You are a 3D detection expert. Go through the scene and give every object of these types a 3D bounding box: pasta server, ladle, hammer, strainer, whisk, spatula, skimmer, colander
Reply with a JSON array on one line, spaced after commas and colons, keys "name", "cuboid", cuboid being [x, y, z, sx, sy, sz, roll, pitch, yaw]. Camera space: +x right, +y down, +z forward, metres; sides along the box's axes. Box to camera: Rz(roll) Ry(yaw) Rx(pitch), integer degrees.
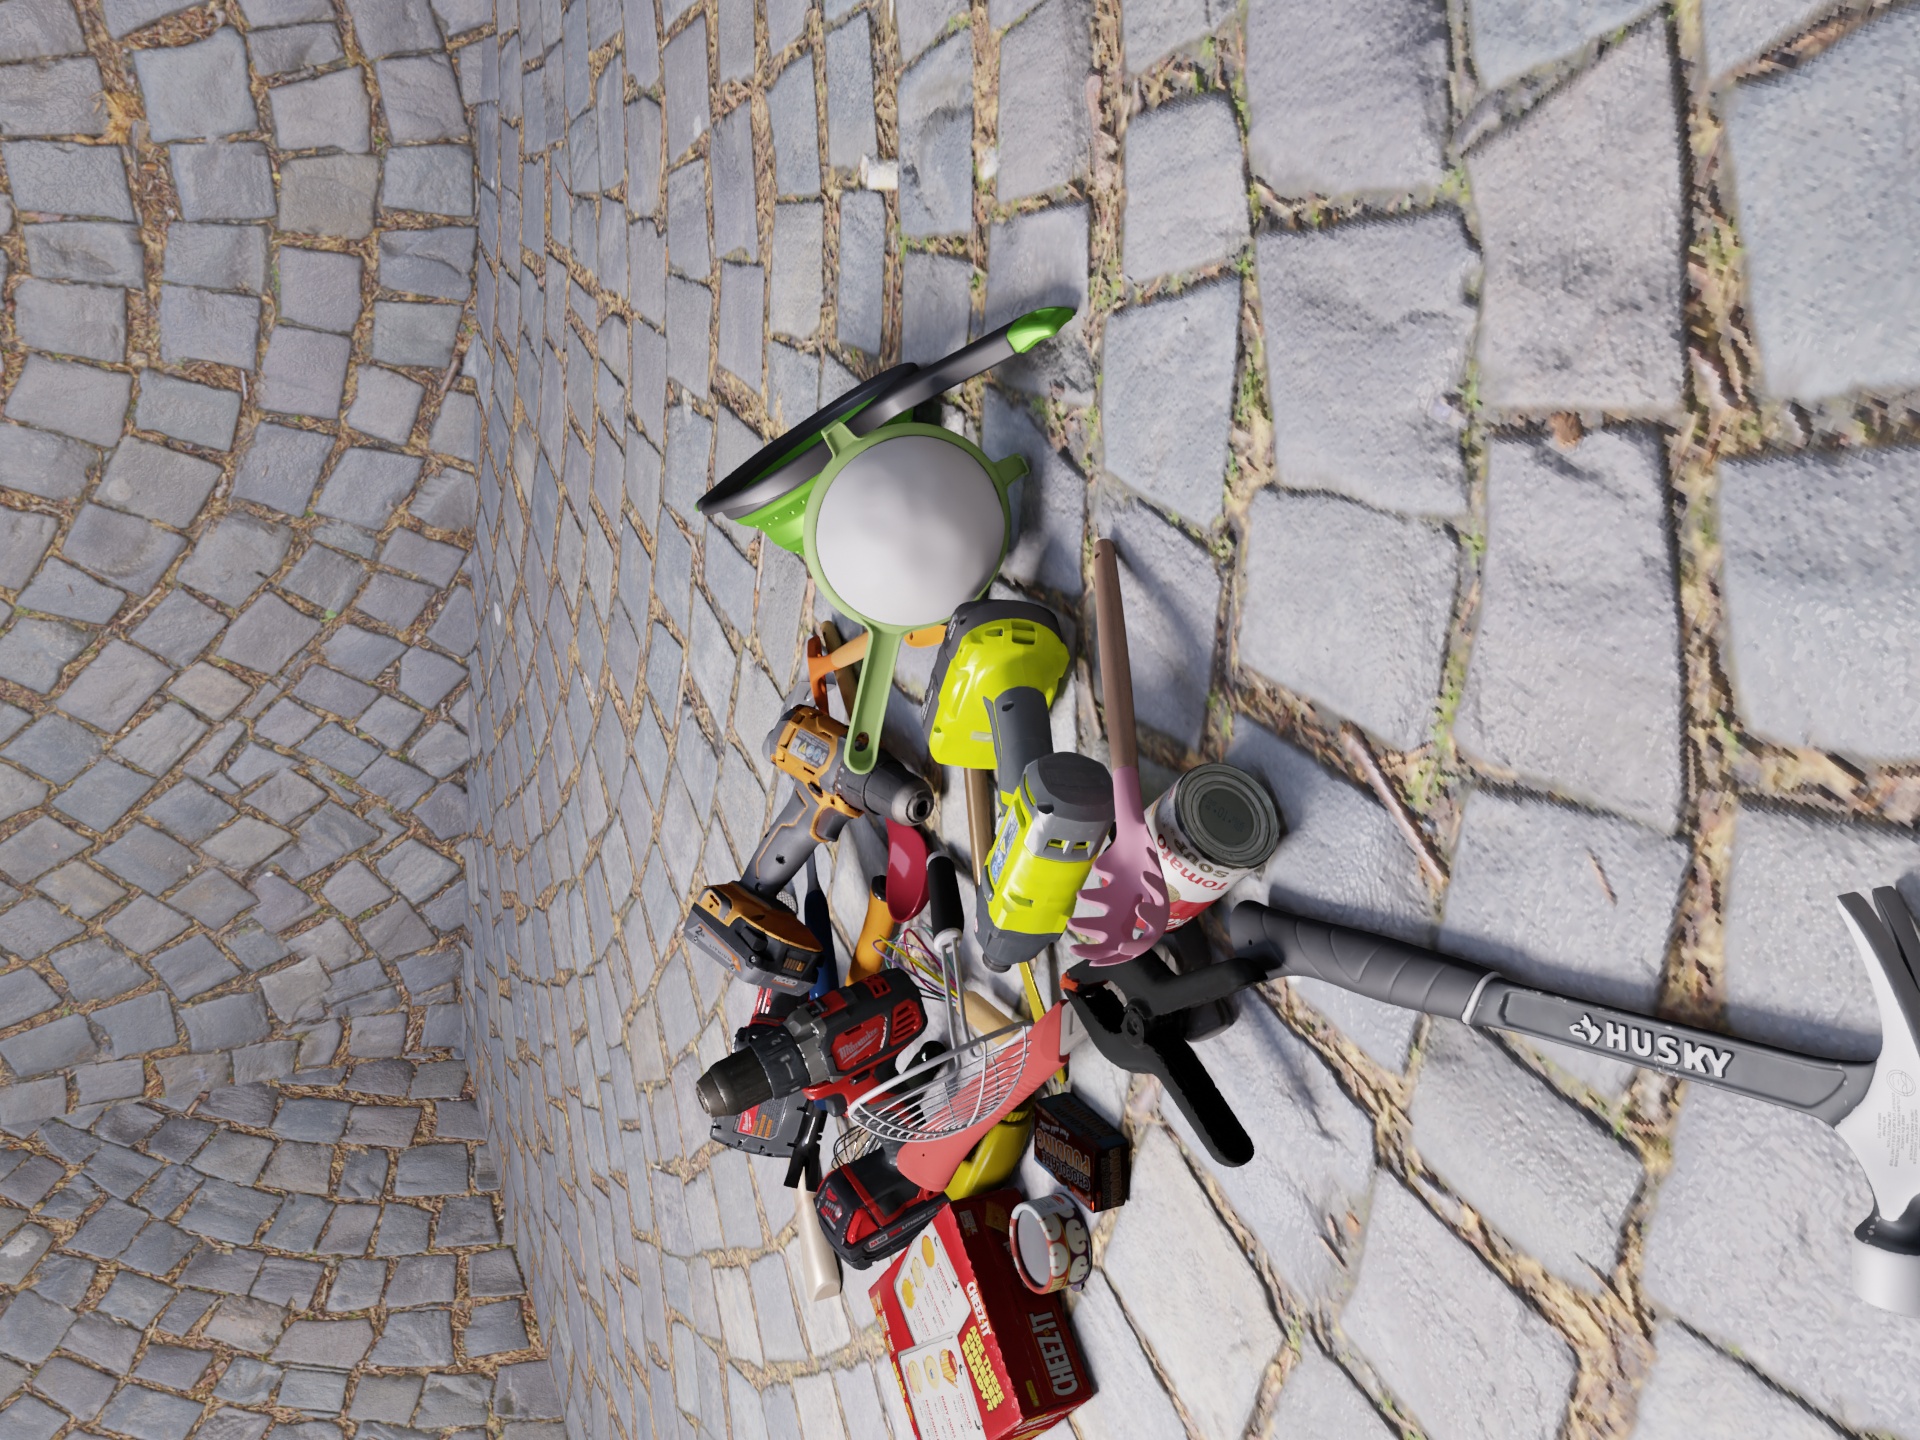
[{"name": "pasta server", "cuboid": [0.089, 0.006, 0.931, 0.060, 0.040, 0.317, -39, 38, 38]}, {"name": "ladle", "cuboid": [-0.002, -0.004, 1.199, 0.078, 0.062, 0.320, 4, 102, 51]}, {"name": "hammer", "cuboid": [0.048, 0.222, 1.095, 0.359, 0.036, 0.149, -51, 50, 41]}, {"name": "strainer", "cuboid": [-0.040, -0.075, 1.106, 0.069, 0.151, 0.256, -133, 53, -64]}, {"name": "ladle", "cuboid": [-0.077, 0.036, 1.386, 0.069, 0.031, 0.316, -49, 48, 38]}, {"name": "whisk", "cuboid": [-0.061, 0.350, 1.403, 0.059, 0.058, 0.246, 38, 135, 10]}, {"name": "spatula", "cuboid": [-0.083, -0.056, 1.307, 0.322, 0.041, 0.081, 161, 102, -66]}, {"name": "hammer", "cuboid": [-0.180, 0.386, 1.649, 0.146, 0.038, 0.411, 152, 109, -63]}, {"name": "hammer", "cuboid": [-0.132, 0.146, 1.430, 0.144, 0.035, 0.406, 122, 147, -48]}, {"name": "hammer", "cuboid": [-0.104, 0.278, 1.443, 0.127, 0.034, 0.336, -85, 11, -56]}, {"name": "whisk", "cuboid": [-0.001, 0.215, 1.254, 0.245, 0.051, 0.047, 26, 140, 59]}, {"name": "skimmer", "cuboid": [-0.019, 0.166, 1.111, 0.090, 0.127, 0.364, 57, -170, -23]}, {"name": "hammer", "cuboid": [0.254, 0.127, 0.733, 0.409, 0.036, 0.149, 6, 99, 63]}, {"name": "colander", "cuboid": [-0.043, -0.203, 1.197, 0.397, 0.204, 0.094, -15, 116, 48]}]

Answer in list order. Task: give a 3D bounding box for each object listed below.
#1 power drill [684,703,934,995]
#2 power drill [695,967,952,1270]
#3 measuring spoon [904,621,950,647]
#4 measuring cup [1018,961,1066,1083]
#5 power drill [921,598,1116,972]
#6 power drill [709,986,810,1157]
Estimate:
[{"name": "power drill", "cuboid": [-0.122, 0.114, 1.332, 0.185, 0.084, 0.226, 25, 90, 45]}, {"name": "power drill", "cuboid": [-0.098, 0.324, 1.268, 0.080, 0.188, 0.226, 33, 141, 57]}, {"name": "measuring spoon", "cuboid": [-0.021, -0.070, 1.277, 0.117, 0.011, 0.021, -176, 81, -67]}, {"name": "measuring cup", "cuboid": [0.061, 0.185, 1.151, 0.062, 0.029, 0.156, -6, 101, 68]}, {"name": "power drill", "cuboid": [0.033, 0.041, 1.048, 0.223, 0.080, 0.171, -102, 24, -47]}, {"name": "power drill", "cuboid": [-0.172, 0.307, 1.485, 0.220, 0.078, 0.143, -91, 16, -75]}]
